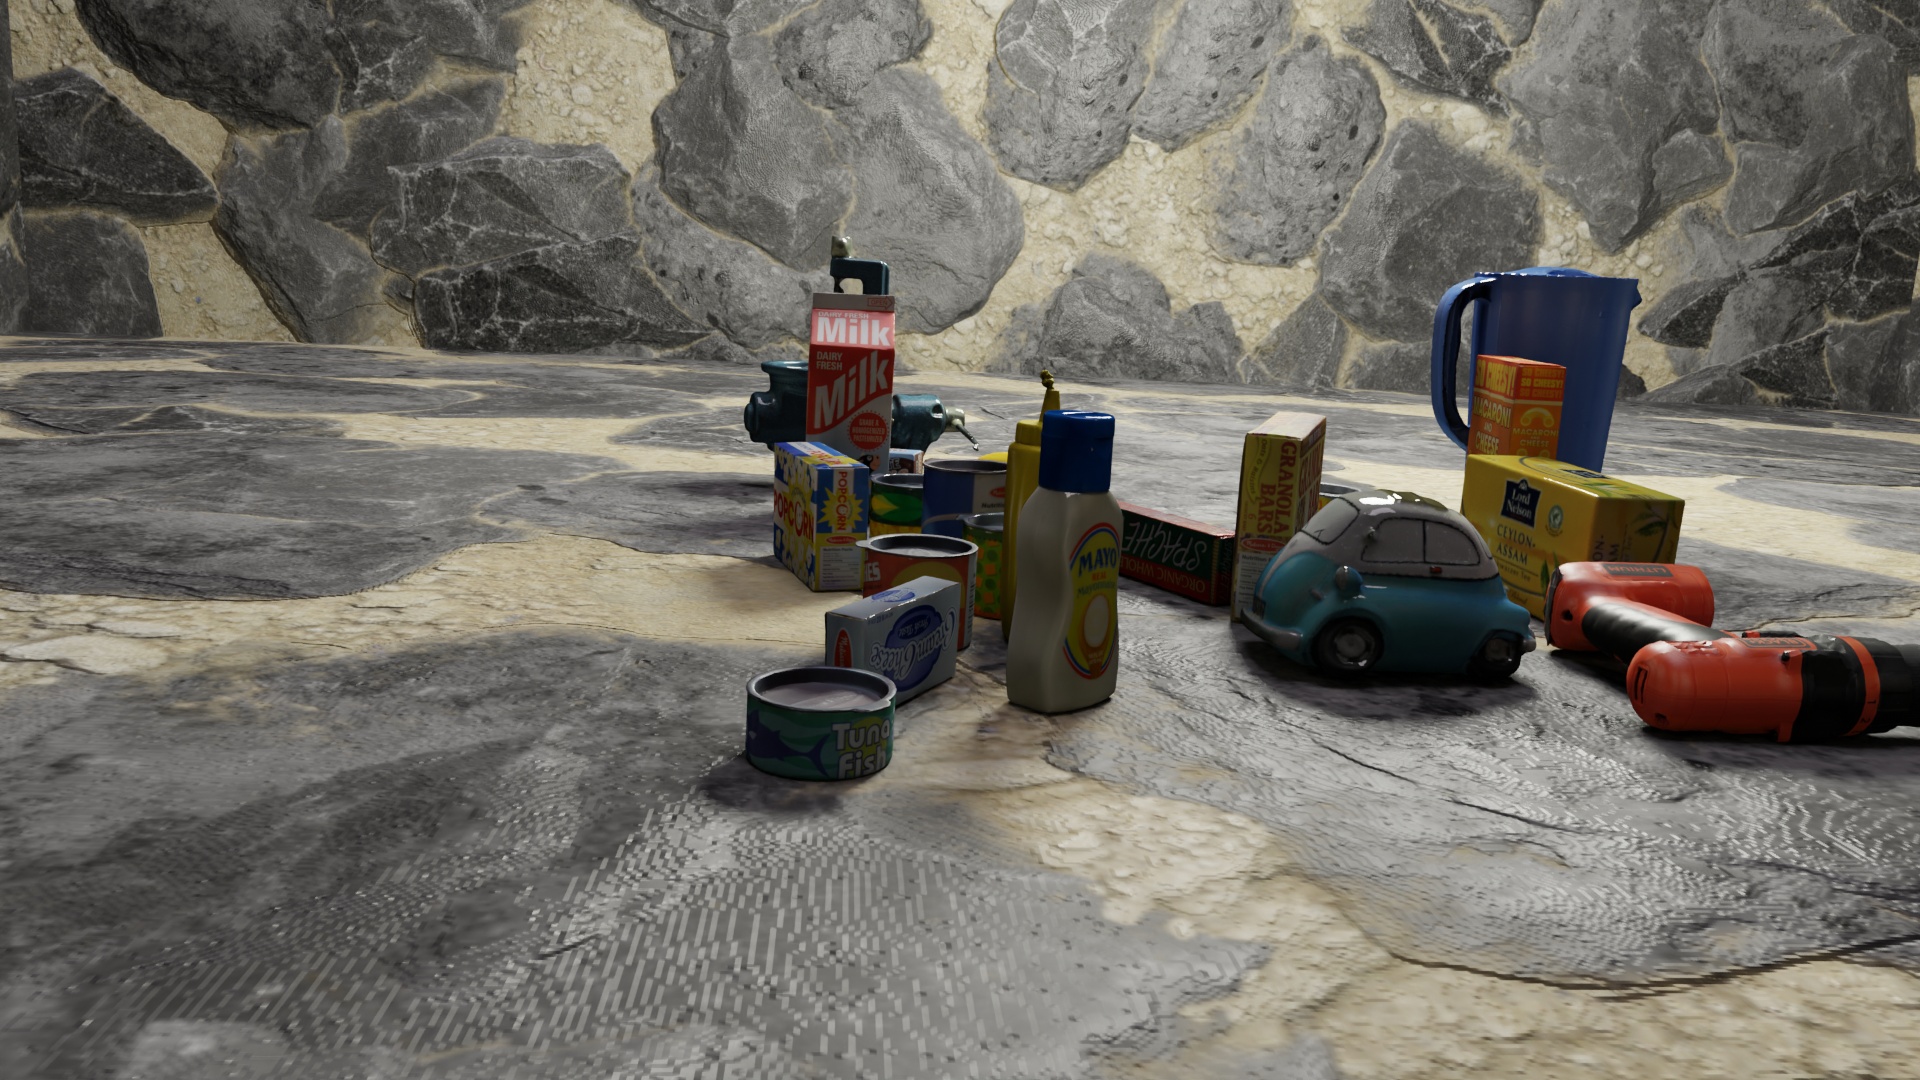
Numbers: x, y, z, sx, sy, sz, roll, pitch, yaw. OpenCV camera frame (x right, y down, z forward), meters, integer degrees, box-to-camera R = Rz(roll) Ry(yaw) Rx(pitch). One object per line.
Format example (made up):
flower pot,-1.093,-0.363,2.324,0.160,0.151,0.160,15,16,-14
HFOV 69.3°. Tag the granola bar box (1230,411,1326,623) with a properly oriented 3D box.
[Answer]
granola bar box,0.219,-0.020,0.953,0.039,0.124,0.166,6,11,19

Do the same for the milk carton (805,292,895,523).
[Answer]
milk carton,-0.094,-0.113,1.180,0.072,0.190,0.073,2,11,-6

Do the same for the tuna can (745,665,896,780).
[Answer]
tuna can,-0.060,0.080,0.611,0.071,0.032,0.071,3,11,0

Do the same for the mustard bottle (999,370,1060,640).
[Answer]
mustard bottle,0.050,-0.019,0.815,0.049,0.159,0.065,2,11,-2

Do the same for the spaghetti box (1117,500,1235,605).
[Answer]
spaghetti box,0.117,-0.003,1.036,0.029,0.050,0.250,-4,13,-31

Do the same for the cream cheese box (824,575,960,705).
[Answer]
cream cheese box,-0.033,0.053,0.700,0.024,0.053,0.104,8,12,25

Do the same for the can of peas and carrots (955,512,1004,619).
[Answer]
can of peas and carrots,0.030,0.016,0.894,0.071,0.058,0.071,3,11,0

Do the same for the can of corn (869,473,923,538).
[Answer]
can of corn,-0.038,-0.018,1.049,0.071,0.058,0.071,3,11,0

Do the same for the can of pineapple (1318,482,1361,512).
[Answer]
can of pineapple,0.286,-0.014,1.115,0.071,0.057,0.071,3,11,0

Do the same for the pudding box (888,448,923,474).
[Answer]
pudding box,-0.078,-0.061,1.283,0.084,0.049,0.030,6,11,14

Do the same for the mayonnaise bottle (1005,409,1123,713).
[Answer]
mayonnaise bottle,0.055,0.009,0.701,0.041,0.147,0.065,12,14,42

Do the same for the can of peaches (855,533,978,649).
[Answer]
can of peaches,-0.027,0.030,0.808,0.071,0.058,0.071,3,11,0

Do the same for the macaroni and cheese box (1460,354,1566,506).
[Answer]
macaroni and cheese box,0.445,-0.064,1.127,0.040,0.166,0.124,4,11,5

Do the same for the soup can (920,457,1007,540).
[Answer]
soup can,0.003,-0.012,0.965,0.071,0.083,0.071,3,11,0

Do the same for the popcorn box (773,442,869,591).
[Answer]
popcorn box,-0.100,-0.019,0.972,0.038,0.085,0.127,-1,12,-21
